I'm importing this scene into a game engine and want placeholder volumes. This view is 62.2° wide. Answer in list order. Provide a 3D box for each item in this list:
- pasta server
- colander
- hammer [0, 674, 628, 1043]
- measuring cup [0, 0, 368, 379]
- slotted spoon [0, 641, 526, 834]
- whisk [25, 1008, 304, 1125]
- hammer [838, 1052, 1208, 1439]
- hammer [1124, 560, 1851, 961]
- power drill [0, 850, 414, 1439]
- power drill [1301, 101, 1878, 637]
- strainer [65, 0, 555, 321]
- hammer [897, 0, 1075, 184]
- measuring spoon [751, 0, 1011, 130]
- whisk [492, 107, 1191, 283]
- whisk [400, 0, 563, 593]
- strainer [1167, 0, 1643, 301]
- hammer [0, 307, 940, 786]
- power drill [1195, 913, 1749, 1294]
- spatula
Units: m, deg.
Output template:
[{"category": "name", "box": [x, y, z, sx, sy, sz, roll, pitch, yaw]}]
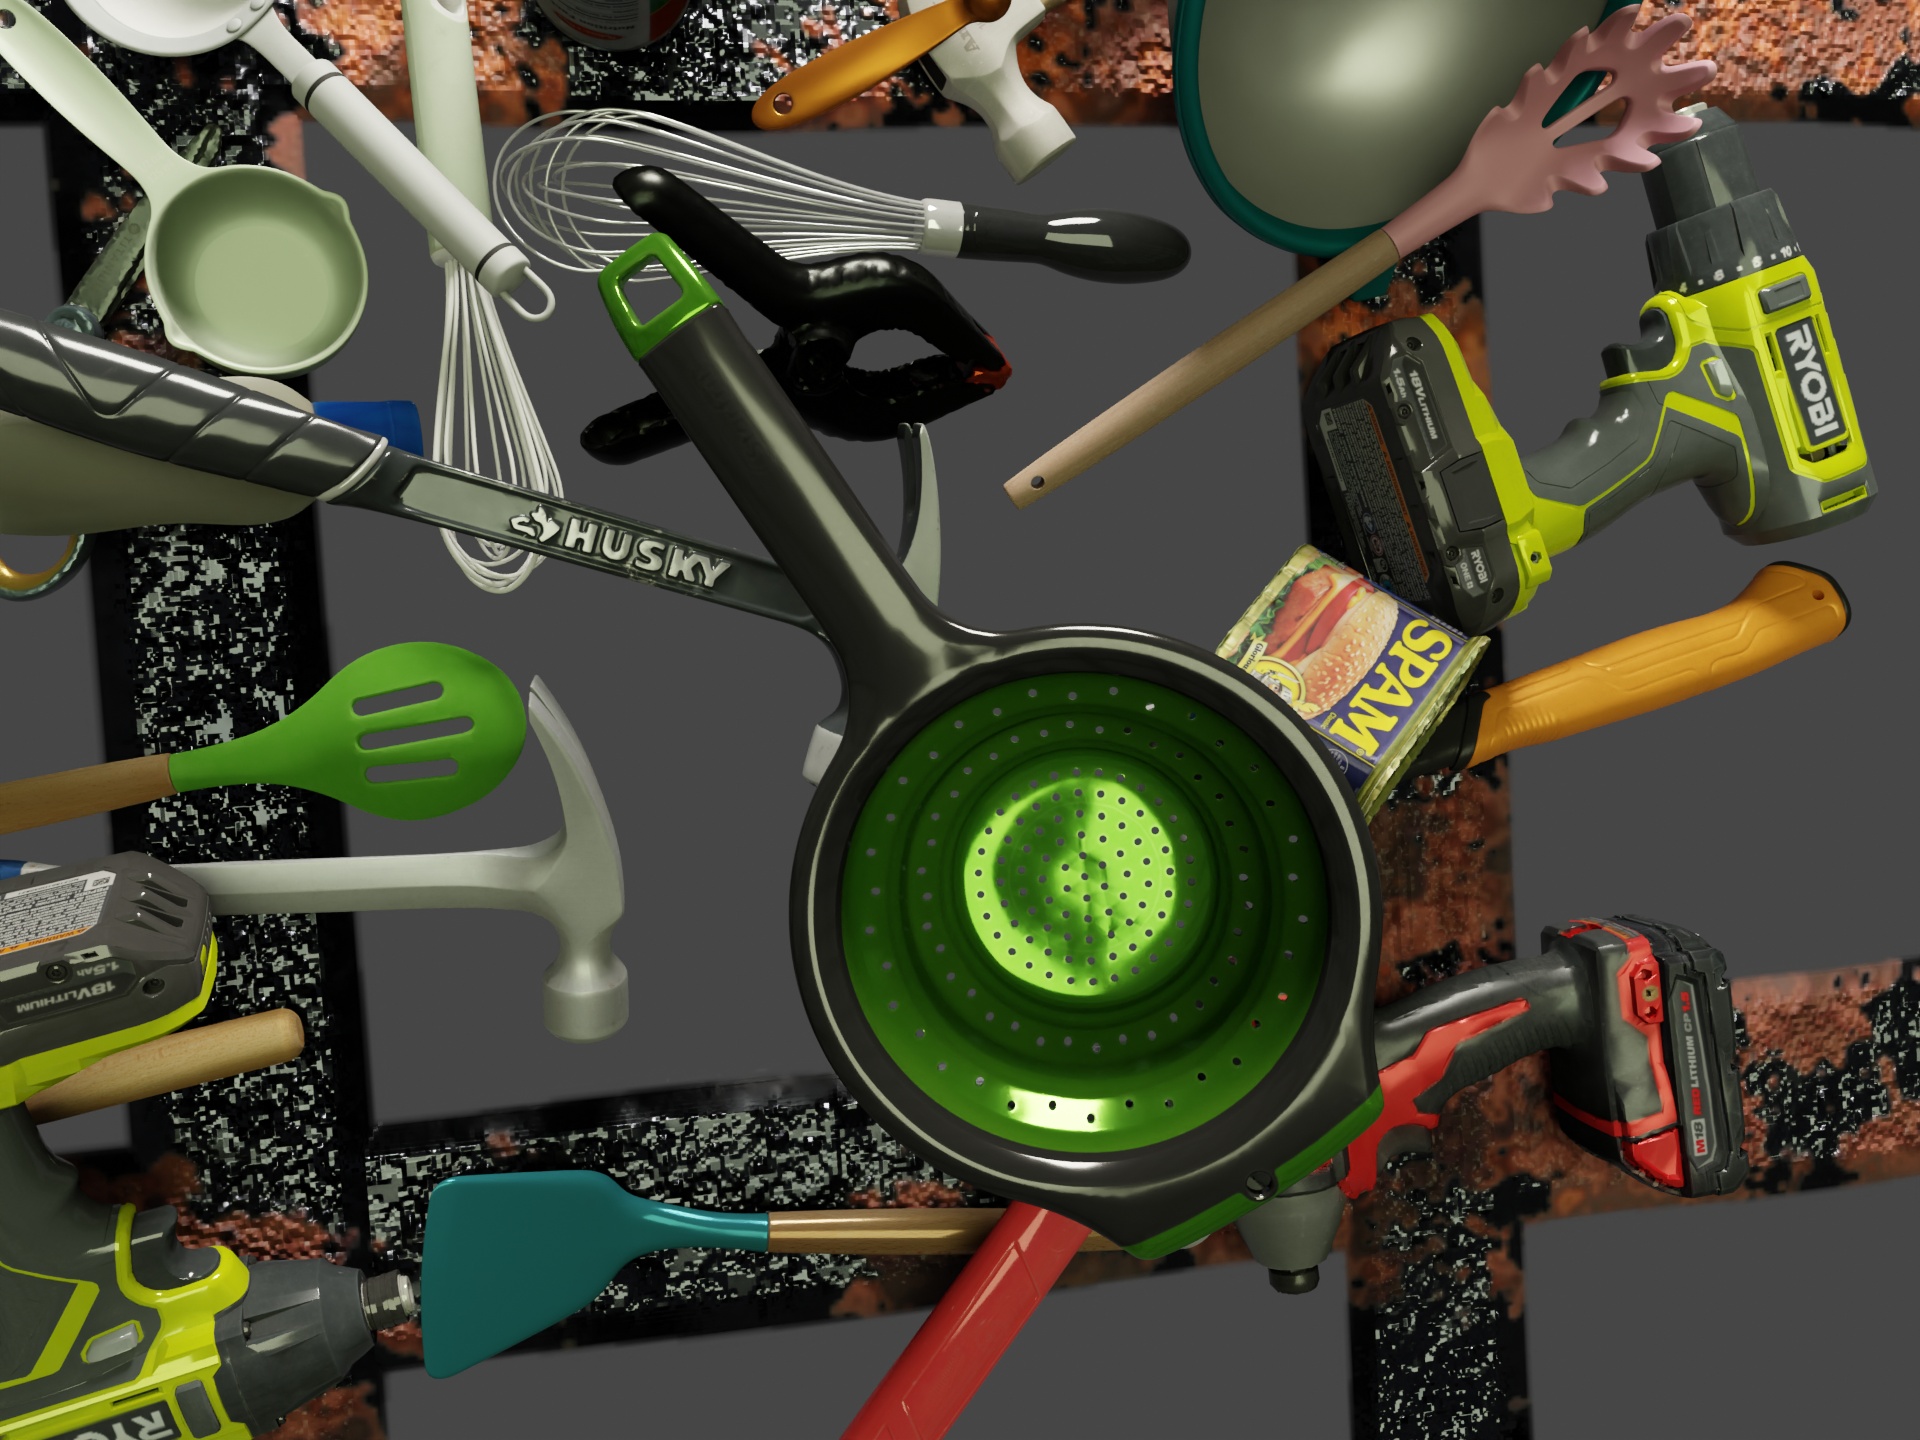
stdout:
[{"category": "pasta server", "box": [0.152, -0.178, 0.644, 0.316, 0.040, 0.060, -33, 101, 7]}, {"category": "colander", "box": [-0.001, -0.002, 0.588, 0.204, 0.094, 0.397, -34, 90, 7]}, {"category": "hammer", "box": [-0.330, 0.058, 0.584, 0.405, 0.035, 0.144, -1, 110, -10]}, {"category": "measuring cup", "box": [-0.294, -0.198, 0.590, 0.167, 0.038, 0.083, 46, 77, -15]}, {"category": "slotted spoon", "box": [-0.326, 0.028, 0.607, 0.313, 0.031, 0.070, -12, 96, -8]}, {"category": "whisk", "box": [-0.374, 0.151, 0.594, 0.245, 0.047, 0.051, -13, 112, -13]}, {"category": "hammer", "box": [-0.057, 0.307, 0.639, 0.143, 0.038, 0.386, 36, 90, -18]}, {"category": "hammer", "box": [0.244, 0.004, 0.687, 0.337, 0.034, 0.127, -18, 65, -13]}, {"category": "power drill", "box": [-0.305, 0.168, 0.566, 0.171, 0.080, 0.223, -14, 115, -15]}, {"category": "power drill", "box": [0.271, -0.146, 0.684, 0.228, 0.080, 0.190, -22, 96, -12]}, {"category": "strainer", "box": [-0.243, -0.237, 0.587, 0.087, 0.050, 0.258, -45, 87, -4]}, {"category": "hammer", "box": [0.112, -0.375, 0.670, 0.331, 0.031, 0.130, -39, 98, -7]}, {"category": "measuring spoon", "box": [-0.033, -0.268, 0.637, 0.117, 0.011, 0.021, -23, 97, 13]}, {"category": "whisk", "box": [-0.040, -0.200, 0.639, 0.284, 0.070, 0.070, 2, 92, -15]}, {"category": "whisk", "box": [-0.192, -0.172, 0.618, 0.057, 0.059, 0.246, -6, 89, -54]}, {"category": "strainer", "box": [0.117, -0.319, 0.586, 0.340, 0.095, 0.211, 24, 117, -41]}, {"category": "hammer", "box": [-0.193, -0.088, 0.564, 0.408, 0.036, 0.149, 16, 94, -22]}, {"category": "power drill", "box": [0.213, 0.162, 0.685, 0.219, 0.078, 0.143, -7, 92, -7]}, {"category": "spatula", "box": [-0.053, 0.217, 0.653, 0.317, 0.044, 0.082, 3, 99, -12]}]
